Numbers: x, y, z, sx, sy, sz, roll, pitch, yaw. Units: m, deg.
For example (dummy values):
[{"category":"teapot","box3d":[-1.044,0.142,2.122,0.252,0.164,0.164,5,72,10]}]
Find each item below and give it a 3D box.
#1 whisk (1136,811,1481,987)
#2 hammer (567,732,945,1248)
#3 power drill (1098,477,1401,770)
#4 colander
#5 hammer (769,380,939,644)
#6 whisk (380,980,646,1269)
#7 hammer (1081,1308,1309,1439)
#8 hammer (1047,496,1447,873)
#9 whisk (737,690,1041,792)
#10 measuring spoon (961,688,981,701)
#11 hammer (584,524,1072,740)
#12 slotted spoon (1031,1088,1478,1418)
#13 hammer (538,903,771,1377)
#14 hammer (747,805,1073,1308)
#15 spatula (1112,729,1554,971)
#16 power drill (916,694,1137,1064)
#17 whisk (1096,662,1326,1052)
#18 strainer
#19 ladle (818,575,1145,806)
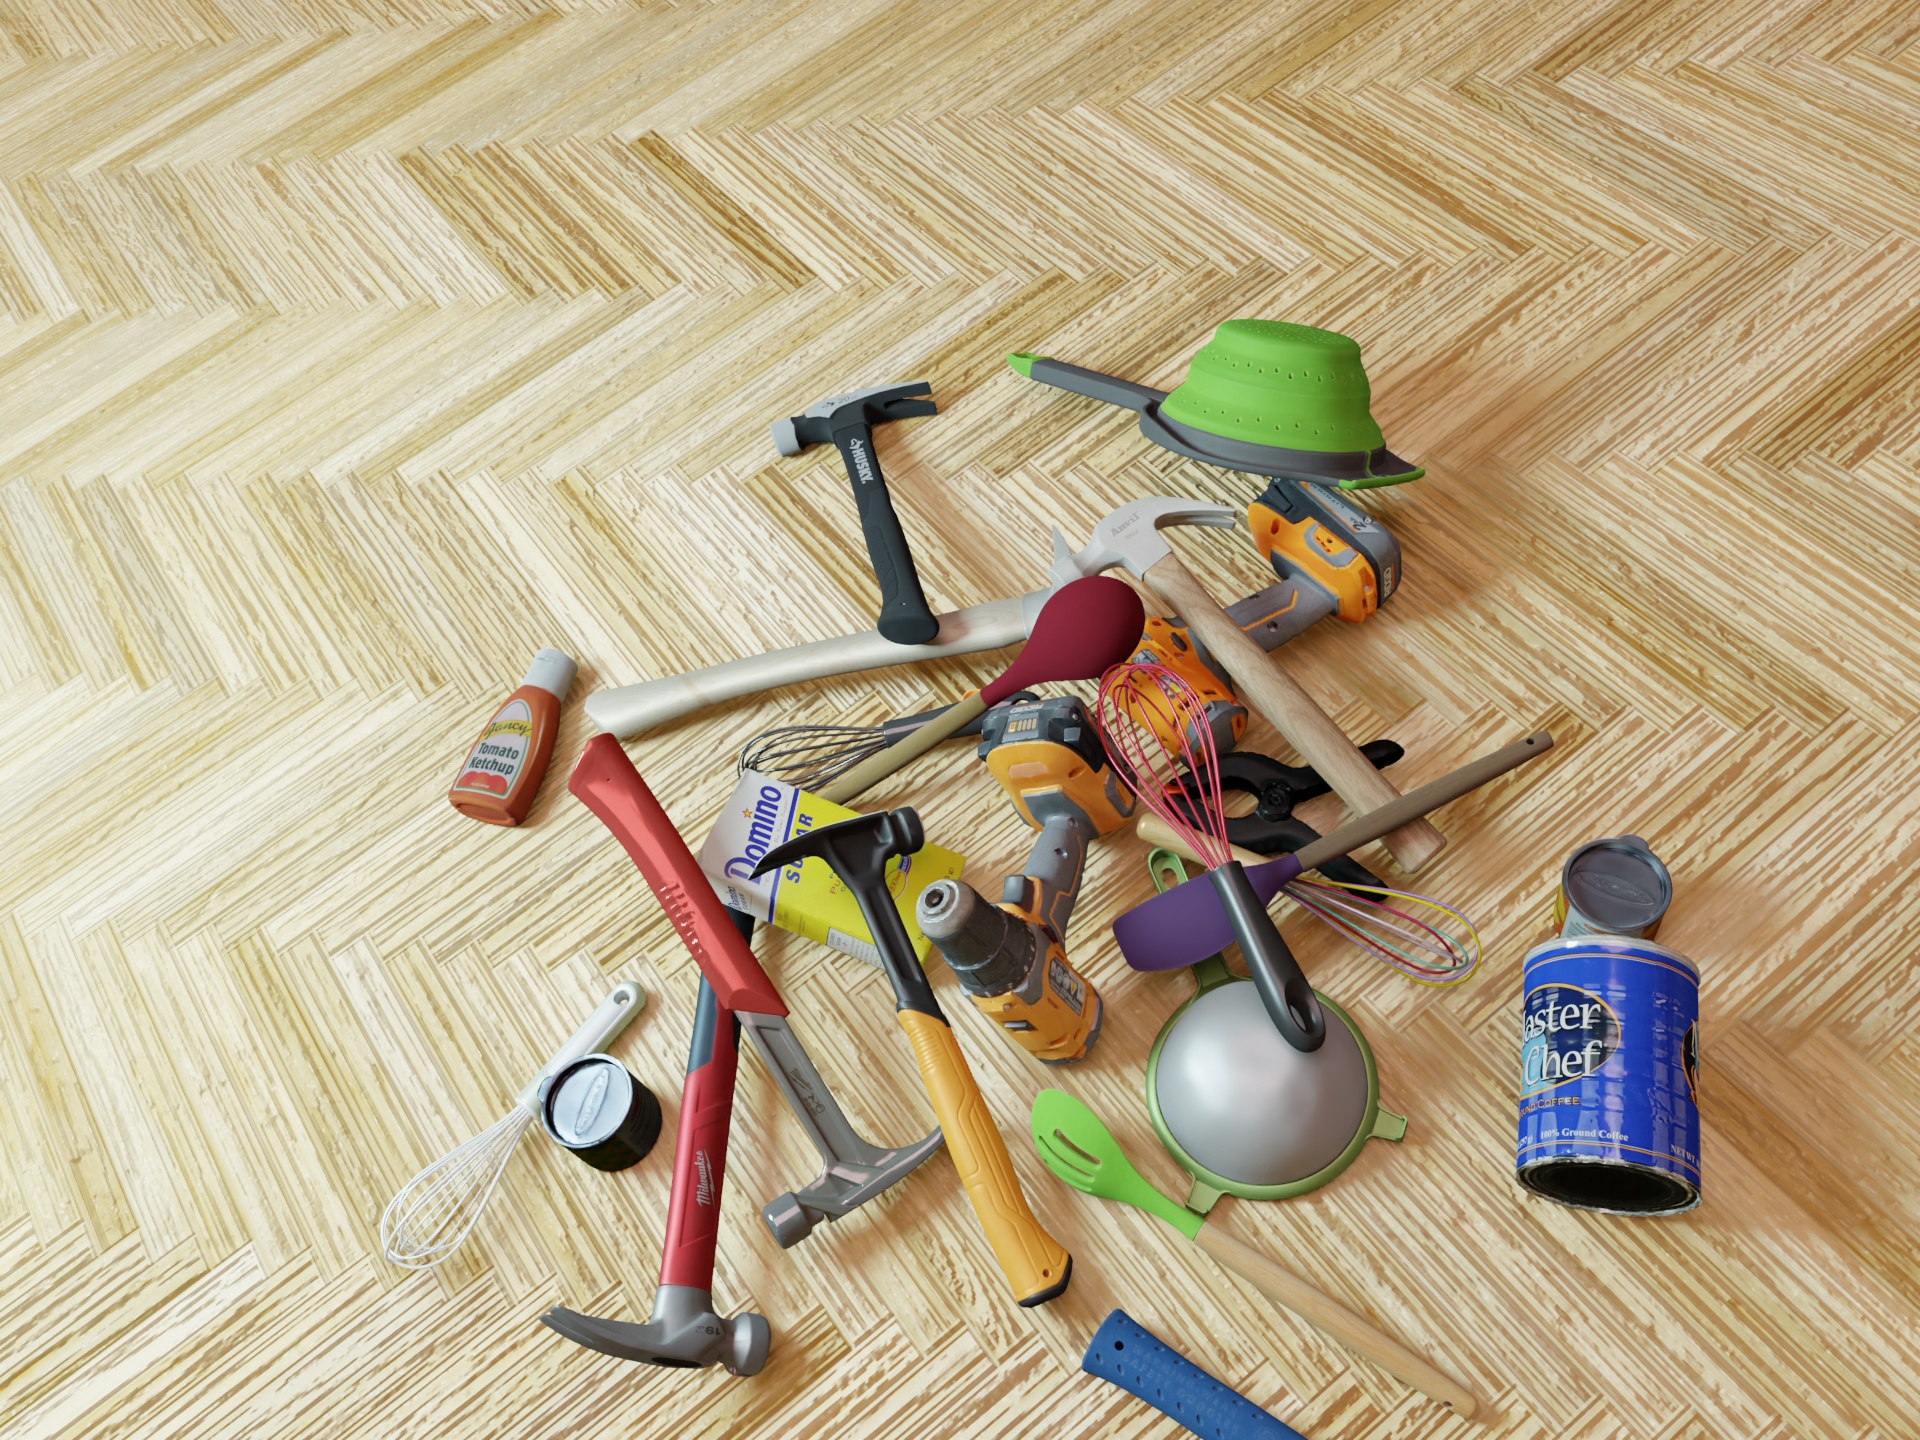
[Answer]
[{"category":"whisk","box3d":[0.231,0.119,1.080,0.245,0.047,0.051,22,40,21]},{"category":"hammer","box3d":[-0.147,0.159,1.067,0.149,0.036,0.359,-30,79,-18]},{"category":"power drill","box3d":[0.202,-0.086,1.205,0.226,0.084,0.164,-41,59,-8]},{"category":"colander","box3d":[0.190,-0.284,1.281,0.204,0.094,0.397,-15,31,-42]},{"category":"hammer","box3d":[-0.064,-0.175,1.304,0.146,0.035,0.335,-19,43,0]},{"category":"whisk","box3d":[-0.308,0.278,1.111,0.058,0.059,0.246,33,65,18]},{"category":"hammer","box3d":[0.252,0.452,0.881,0.406,0.035,0.144,26,68,26]},{"category":"hammer","box3d":[0.215,-0.029,1.116,0.130,0.031,0.331,-39,74,-6]},{"category":"whisk","box3d":[-0.054,0.015,1.214,0.239,0.055,0.055,-13,57,4]},{"category":"measuring spoon","box3d":[0.035,0.021,1.218,0.021,0.011,0.117,-33,61,-2]},{"category":"hammer","box3d":[-0.103,-0.055,1.255,0.410,0.038,0.146,-12,44,13]},{"category":"slotted spoon","box3d":[0.169,0.326,0.973,0.314,0.070,0.031,29,42,21]},{"category":"hammer","box3d":[-0.183,0.232,1.080,0.143,0.038,0.387,22,50,-25]},{"category":"hammer","box3d":[-0.021,0.217,1.034,0.127,0.034,0.337,-14,68,-31]},{"category":"spatula","box3d":[0.249,0.085,1.056,0.316,0.018,0.060,-27,50,3]},{"category":"power drill","box3d":[0.044,0.093,1.067,0.084,0.185,0.226,-10,52,31]},{"category":"whisk","box3d":[0.165,0.081,1.043,0.073,0.073,0.296,-22,64,-2]},{"category":"strainer","box3d":[0.176,0.182,1.047,0.151,0.069,0.257,-21,58,0]},{"category":"ladle","box3d":[-0.002,-0.004,1.157,0.315,0.031,0.069,-34,87,22]}]
